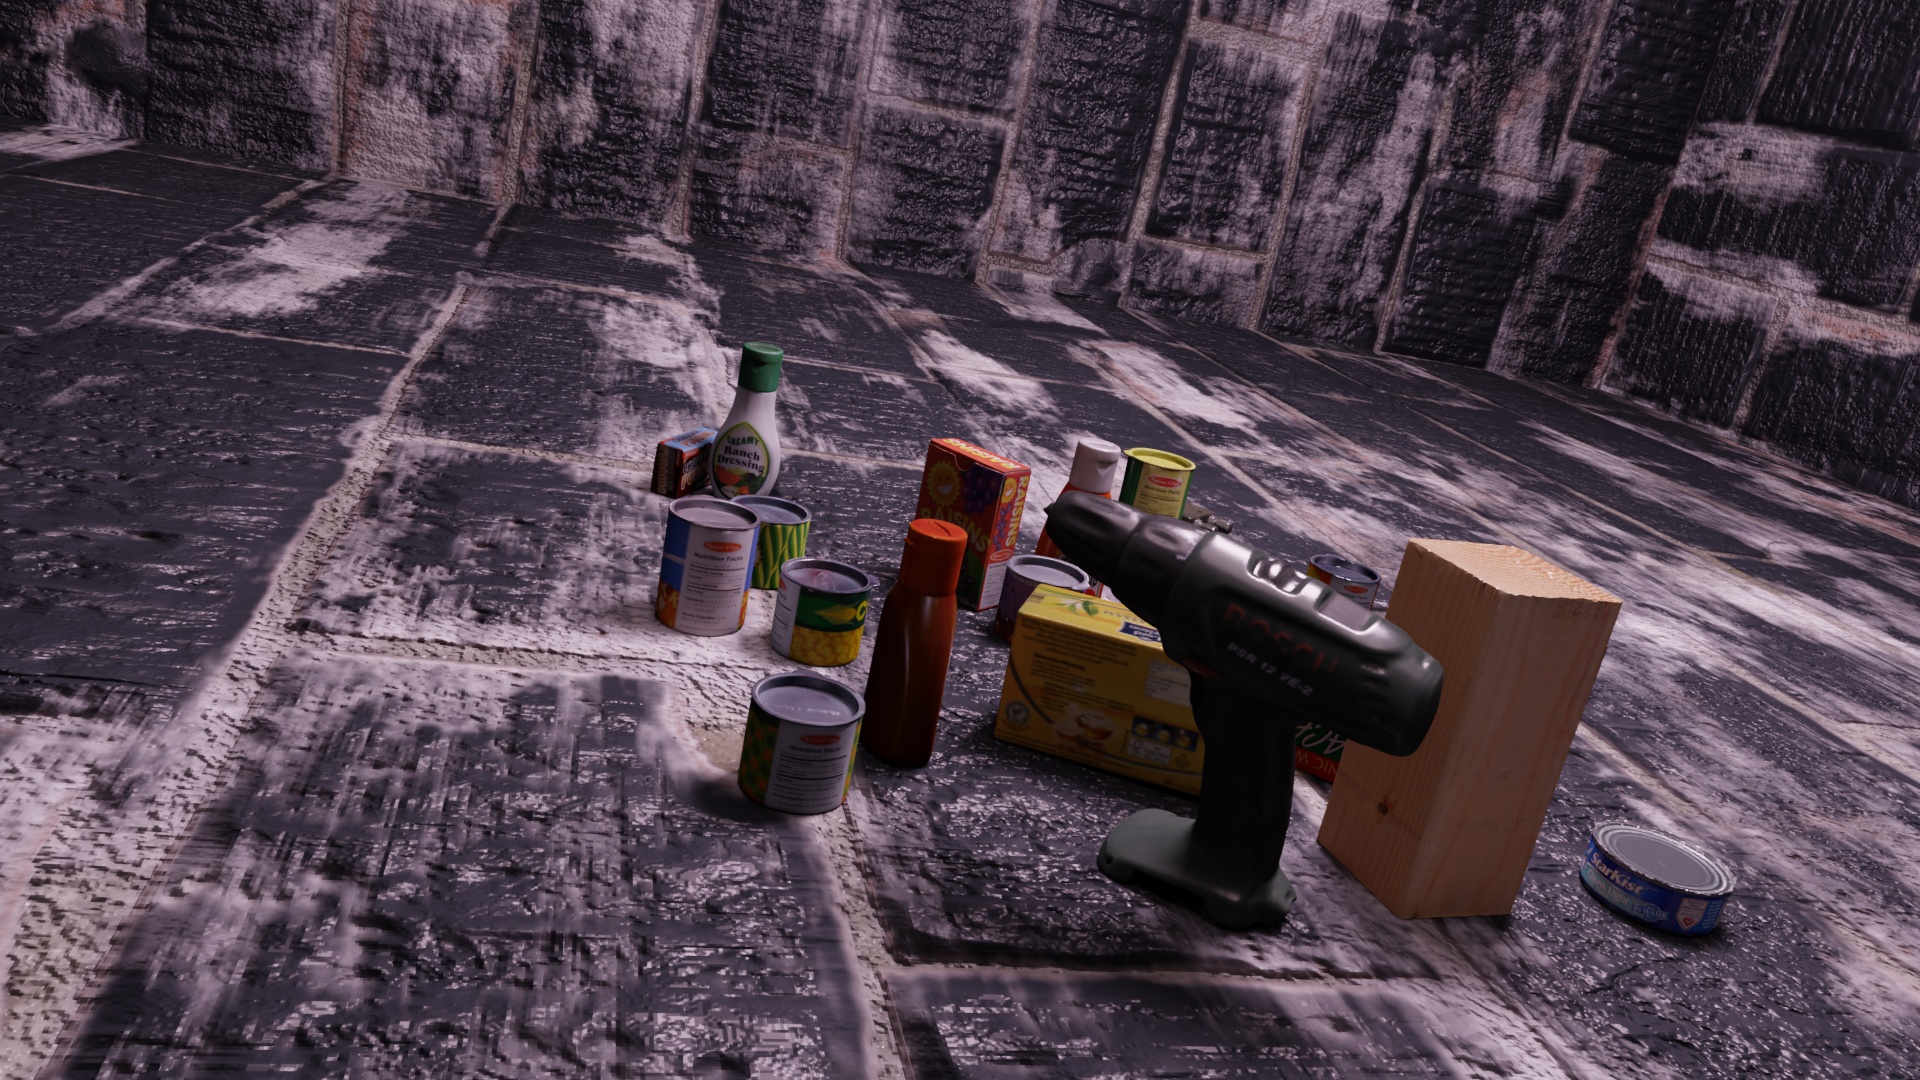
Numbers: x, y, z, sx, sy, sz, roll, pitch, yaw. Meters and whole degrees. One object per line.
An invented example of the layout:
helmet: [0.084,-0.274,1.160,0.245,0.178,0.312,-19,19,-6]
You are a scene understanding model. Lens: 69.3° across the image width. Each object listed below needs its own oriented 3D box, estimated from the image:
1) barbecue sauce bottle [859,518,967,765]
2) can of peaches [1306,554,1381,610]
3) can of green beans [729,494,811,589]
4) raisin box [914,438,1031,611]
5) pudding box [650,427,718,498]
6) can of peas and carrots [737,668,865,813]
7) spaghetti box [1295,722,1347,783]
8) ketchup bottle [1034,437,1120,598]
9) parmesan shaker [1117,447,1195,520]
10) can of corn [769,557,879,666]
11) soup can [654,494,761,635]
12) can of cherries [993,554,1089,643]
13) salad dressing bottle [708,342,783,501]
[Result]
barbecue sauce bottle: [-0.028,0.061,0.865,0.044,0.148,0.065,3,19,-26]
can of peaches: [0.349,0.051,1.287,0.071,0.058,0.071,11,18,-3]
can of green beans: [-0.157,0.001,1.113,0.071,0.057,0.071,11,18,-3]
raisin box: [0.004,-0.015,1.158,0.086,0.123,0.040,25,21,36]
pudding box: [-0.252,-0.073,1.291,0.030,0.049,0.084,17,18,14]
can of peas and carrots: [-0.093,0.116,0.804,0.071,0.058,0.071,11,18,-3]
spaghetti box: [0.200,0.118,0.999,0.250,0.050,0.029,21,19,25]
ketchup bottle: [0.100,-0.011,1.169,0.065,0.148,0.043,5,19,-21]
parmesan shaker: [0.183,-0.033,1.362,0.071,0.102,0.071,11,17,-3]
can of corn: [-0.098,0.051,0.998,0.071,0.058,0.071,11,18,-3]
soup can: [-0.183,0.017,1.005,0.071,0.083,0.071,11,17,-3]
can of cherries: [0.065,0.051,1.104,0.071,0.058,0.072,11,18,-3]
salad dressing bottle: [-0.192,-0.106,1.270,0.064,0.147,0.044,13,17,2]
